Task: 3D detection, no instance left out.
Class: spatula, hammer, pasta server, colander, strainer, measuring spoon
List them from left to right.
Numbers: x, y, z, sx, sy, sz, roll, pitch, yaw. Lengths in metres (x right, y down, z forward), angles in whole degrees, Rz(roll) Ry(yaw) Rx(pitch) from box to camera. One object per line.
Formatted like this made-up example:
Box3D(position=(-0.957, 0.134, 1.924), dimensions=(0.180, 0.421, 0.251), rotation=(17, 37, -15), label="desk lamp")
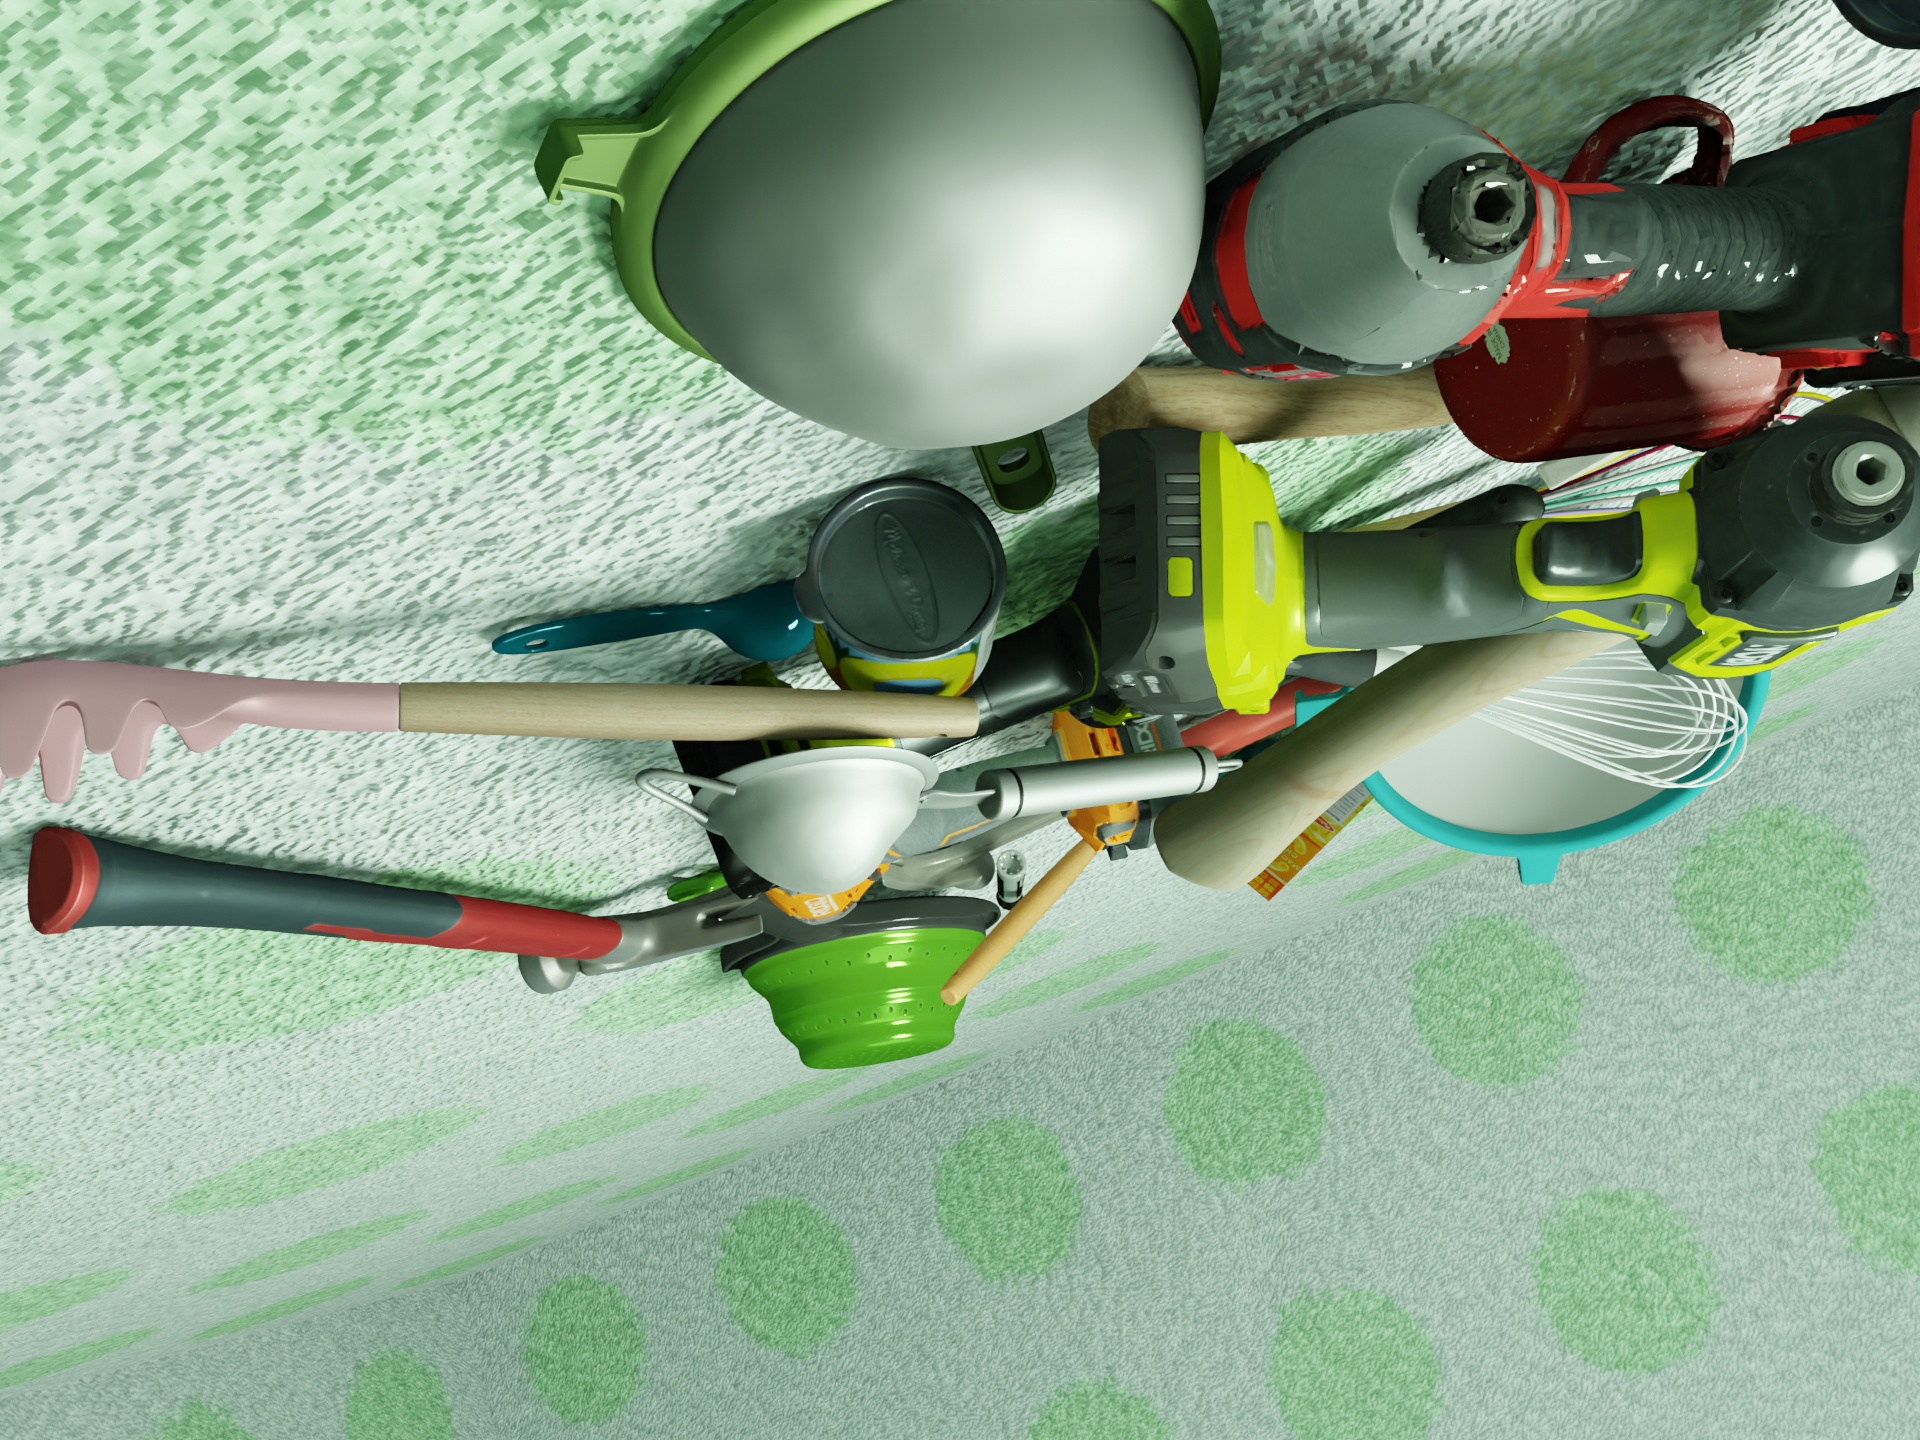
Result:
Box3D(position=(-0.233, 0.085, 0.715), dimensions=(0.143, 0.038, 0.386), rotation=(-16, 164, 16), label="hammer")
Box3D(position=(-0.143, 0.004, 0.487), dimensions=(0.316, 0.040, 0.060), rotation=(1, 170, -20), label="pasta server")
Box3D(position=(-0.103, -0.027, 0.567), dimensions=(0.128, 0.021, 0.042), rotation=(-11, 161, -37), label="measuring spoon")
Box3D(position=(-0.089, 0.174, 1.061), dimensions=(0.204, 0.095, 0.396), rotation=(-14, 162, 14), label="colander")
Box3D(position=(0.008, 0.029, 0.581), dimensions=(0.258, 0.050, 0.087), rotation=(-6, 159, -34), label="strainer")
Box3D(position=(0.009, -0.091, 0.420), dimensions=(0.151, 0.069, 0.256), rotation=(-22, 162, 3), label="strainer")
Box3D(position=(0.079, 0.106, 1.066), dimensions=(0.081, 0.041, 0.322), rotation=(-30, -174, 40), label="spatula")
Box3D(position=(0.120, 0.025, 0.985), dimensions=(0.359, 0.037, 0.149), rotation=(-26, 163, 18), label="hammer")
Box3D(position=(0.195, 0.045, 1.038), dimensions=(0.082, 0.044, 0.317), rotation=(-38, 177, 9), label="spatula")
Box3D(position=(0.189, -0.125, 0.600), dimensions=(0.331, 0.031, 0.130), rotation=(-11, 160, -29), label="hammer")
Box3D(position=(0.217, -0.037, 0.639), dimensions=(0.038, 0.146, 0.410), rotation=(-20, 168, -44), label="hammer")
Box3D(position=(0.343, -0.075, 0.816), dimensions=(0.211, 0.095, 0.340), rotation=(33, 121, -18), label="strainer")

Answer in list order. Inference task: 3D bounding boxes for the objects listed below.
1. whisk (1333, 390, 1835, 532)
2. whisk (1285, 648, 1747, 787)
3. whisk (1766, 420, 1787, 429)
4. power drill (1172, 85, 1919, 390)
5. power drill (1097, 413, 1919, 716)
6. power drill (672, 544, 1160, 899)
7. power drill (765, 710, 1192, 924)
Box3D(position=(0.279, -0.098, 0.719), dimensions=(0.245, 0.047, 0.051), rotation=(-13, -153, 12), label="whisk")
Box3D(position=(0.240, -0.017, 0.775), dimensions=(0.284, 0.070, 0.070), rotation=(10, 163, 3), label="whisk")
Box3D(position=(0.475, -0.134, 0.898), dimensions=(0.055, 0.055, 0.238), rotation=(-32, 156, 32), label="whisk")
Box3D(position=(0.172, -0.119, 0.391), dimensions=(0.219, 0.078, 0.143), rotation=(-4, -170, -8), label="power drill")
Box3D(position=(0.158, -0.049, 0.485), dimensions=(0.223, 0.080, 0.171), rotation=(-2, 173, 13), label="power drill")
Box3D(position=(-0.001, -0.002, 0.680), dimensions=(0.228, 0.080, 0.190), rotation=(-21, 171, -7), label="power drill")
Box3D(position=(0.000, 0.051, 0.848), dimensions=(0.226, 0.084, 0.164), rotation=(-15, 164, -4), label="power drill")
